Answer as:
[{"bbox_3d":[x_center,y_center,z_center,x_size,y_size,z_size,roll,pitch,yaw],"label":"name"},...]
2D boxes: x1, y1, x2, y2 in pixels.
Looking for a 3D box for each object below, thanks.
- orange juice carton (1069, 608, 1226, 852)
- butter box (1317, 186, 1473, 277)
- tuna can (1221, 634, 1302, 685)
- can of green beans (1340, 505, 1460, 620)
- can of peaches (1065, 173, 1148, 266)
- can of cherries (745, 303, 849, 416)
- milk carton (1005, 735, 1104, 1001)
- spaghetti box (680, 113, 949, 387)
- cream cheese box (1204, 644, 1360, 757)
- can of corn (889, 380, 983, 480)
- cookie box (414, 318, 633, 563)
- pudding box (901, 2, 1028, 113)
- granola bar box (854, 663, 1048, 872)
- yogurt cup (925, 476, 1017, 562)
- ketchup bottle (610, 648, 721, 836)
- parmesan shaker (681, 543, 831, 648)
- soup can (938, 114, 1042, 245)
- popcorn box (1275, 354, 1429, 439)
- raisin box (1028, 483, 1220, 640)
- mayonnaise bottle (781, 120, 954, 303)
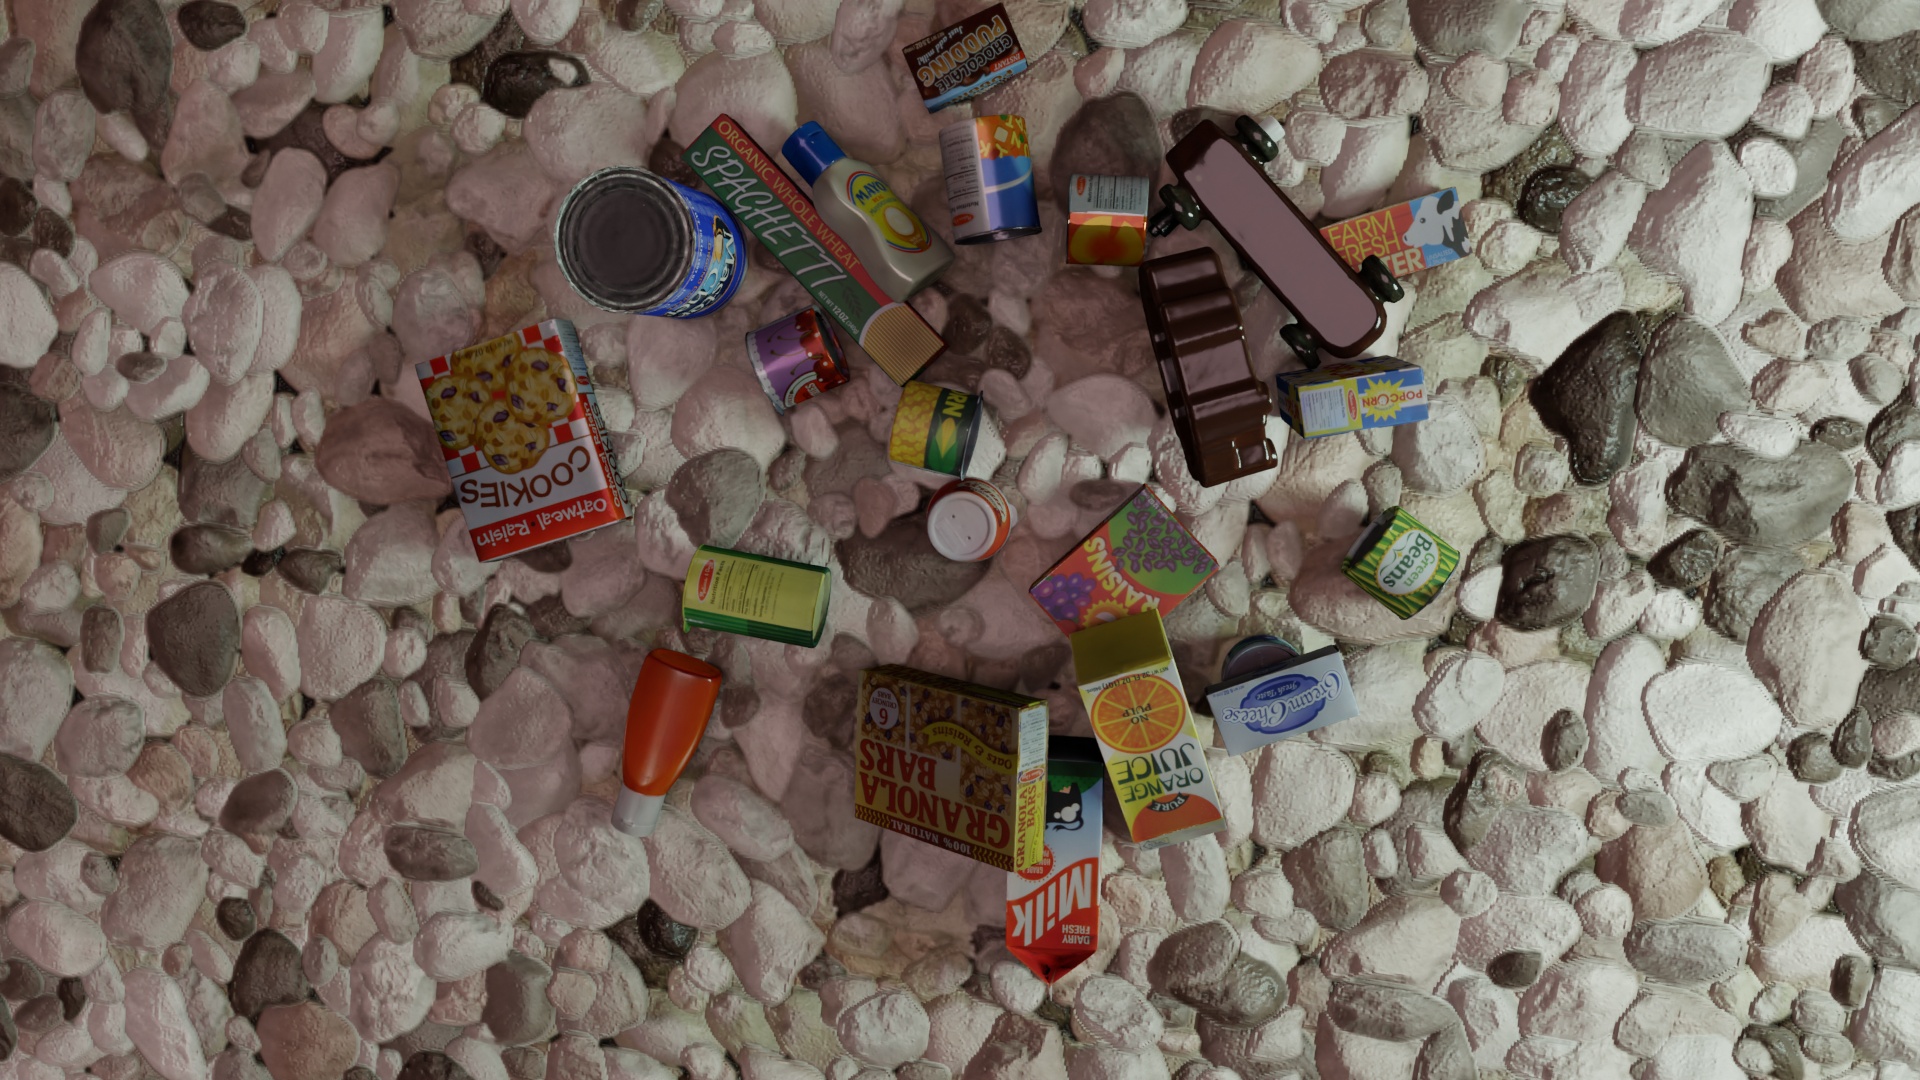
[{"bbox_3d":[0.145,0.156,1.050,0.072,0.073,0.192,-17,116,7],"label":"orange juice carton"},{"bbox_3d":[0.319,-0.220,1.027,0.103,0.024,0.053,-17,94,8],"label":"butter box"},{"bbox_3d":[0.237,0.106,1.070,0.071,0.033,0.071,1,97,6],"label":"tuna can"},{"bbox_3d":[0.326,0.016,1.033,0.058,0.071,0.071,38,99,1],"label":"can of green beans"},{"bbox_3d":[0.109,-0.235,1.029,0.058,0.071,0.071,3,97,6],"label":"can of peaches"},{"bbox_3d":[-0.123,-0.138,1.063,0.058,0.071,0.071,-22,94,7],"label":"can of cherries"},{"bbox_3d":[0.074,0.254,1.085,0.073,0.072,0.190,2,97,6],"label":"milk carton"},{"bbox_3d":[-0.113,-0.224,1.072,0.050,0.029,0.250,-44,91,8],"label":"spaghetti box"},{"bbox_3d":[0.241,0.120,1.041,0.104,0.024,0.053,-20,96,8],"label":"cream cheese box"},{"bbox_3d":[-0.018,-0.087,1.058,0.058,0.071,0.071,14,98,5],"label":"can of corn"},{"bbox_3d":[-0.346,-0.078,1.109,0.123,0.040,0.167,-16,94,8],"label":"cookie box"},{"bbox_3d":[0.004,-0.361,1.042,0.083,0.030,0.049,-22,95,9],"label":"pudding box"},{"bbox_3d":[-0.009,0.169,1.058,0.165,0.039,0.124,9,100,41],"label":"granola bar box"},{"bbox_3d":[0.004,-0.013,1.071,0.072,0.054,0.072,1,97,7],"label":"yogurt cup"},{"bbox_3d":[-0.244,0.166,1.124,0.065,0.043,0.148,20,99,4],"label":"ketchup bottle"},{"bbox_3d":[-0.159,0.047,1.089,0.103,0.071,0.071,11,98,4],"label":"parmesan shaker"},{"bbox_3d":[0.024,-0.268,1.035,0.071,0.071,0.083,-8,95,7],"label":"soup can"},{"bbox_3d":[0.277,-0.104,0.994,0.085,0.127,0.038,-8,100,8],"label":"popcorn box"},{"bbox_3d":[0.125,0.028,1.070,0.123,0.040,0.086,-42,92,10],"label":"raisin box"},{"bbox_3d":[-0.074,-0.250,1.049,0.148,0.065,0.041,48,141,1],"label":"mayonnaise bottle"}]
